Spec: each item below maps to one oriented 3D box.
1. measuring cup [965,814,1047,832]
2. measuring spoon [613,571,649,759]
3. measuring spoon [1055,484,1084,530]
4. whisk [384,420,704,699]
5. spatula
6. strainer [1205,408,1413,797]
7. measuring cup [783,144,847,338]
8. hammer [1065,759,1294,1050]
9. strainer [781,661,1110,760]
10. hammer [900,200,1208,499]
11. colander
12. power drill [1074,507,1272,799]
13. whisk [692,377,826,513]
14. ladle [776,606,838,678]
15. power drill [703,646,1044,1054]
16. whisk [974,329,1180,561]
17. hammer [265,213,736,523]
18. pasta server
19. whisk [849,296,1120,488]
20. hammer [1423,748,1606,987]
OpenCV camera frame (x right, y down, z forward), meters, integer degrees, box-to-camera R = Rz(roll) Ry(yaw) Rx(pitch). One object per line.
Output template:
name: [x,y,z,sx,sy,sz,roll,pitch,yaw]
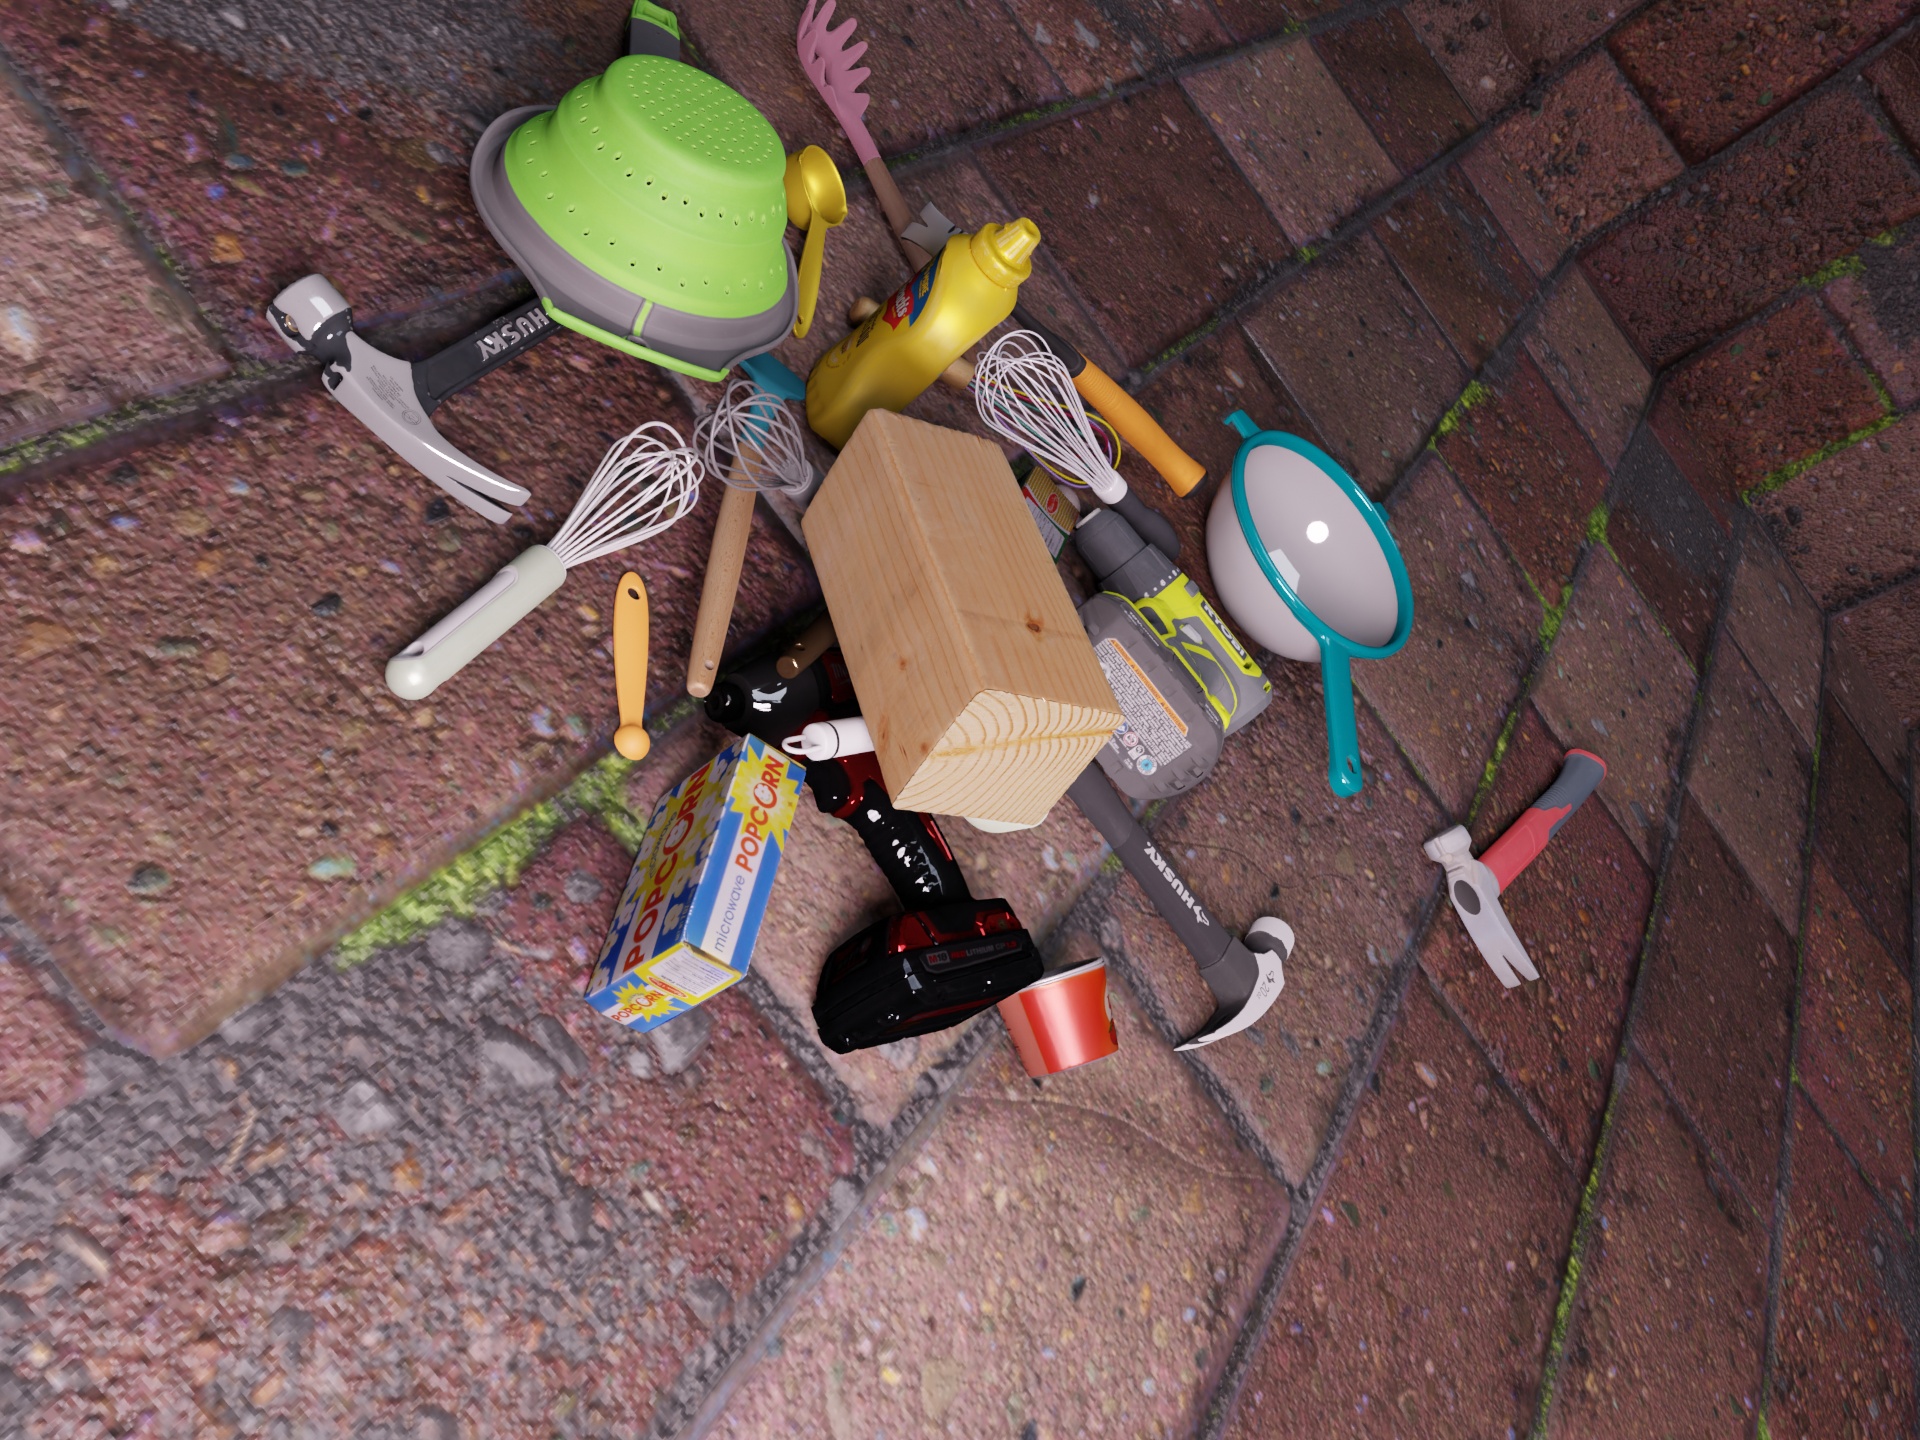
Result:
measuring cup: [-0.002,-0.003,0.963,0.167,0.038,0.083,57,37,-21]
measuring spoon: [-0.173,-0.032,0.847,0.021,0.011,0.117,19,52,-38]
measuring spoon: [0.112,-0.142,1.217,0.124,0.018,0.034,34,44,-27]
whisk: [-0.209,-0.085,0.821,0.246,0.058,0.059,-53,137,-45]
spatula: [-0.132,-0.134,0.929,0.082,0.044,0.318,33,44,-30]
strainer: [0.267,-0.074,1.276,0.210,0.095,0.341,25,50,-30]
measuring cup: [-0.112,-0.330,1.109,0.062,0.029,0.157,38,52,-52]
hammer: [0.096,0.066,1.046,0.334,0.035,0.146,52,38,-6]
strainer: [-0.004,0.000,0.878,0.087,0.050,0.258,39,29,30]
hammer: [0.088,-0.270,1.225,0.336,0.034,0.127,34,13,-42]
colander: [-0.176,-0.372,0.967,0.204,0.094,0.398,17,43,-26]
power drill: [0.128,-0.053,1.102,0.190,0.080,0.228,51,24,-2]
whisk: [-0.093,-0.136,0.906,0.055,0.055,0.239,67,9,12]
ladle: [-0.041,-0.102,0.954,0.078,0.062,0.320,21,29,8]
power drill: [-0.053,0.059,0.863,0.143,0.078,0.220,-1,62,-48]
whisk: [0.093,-0.187,1.167,0.284,0.070,0.070,38,40,-48]
hammer: [-0.212,-0.253,0.940,0.149,0.036,0.409,50,39,-11]
pasta server: [-0.050,-0.407,1.213,0.060,0.040,0.316,-16,78,-52]
whisk: [0.023,-0.246,1.178,0.244,0.047,0.051,27,48,-28]
hammer: [0.543,0.114,1.480,0.386,0.038,0.143,-23,84,-51]
